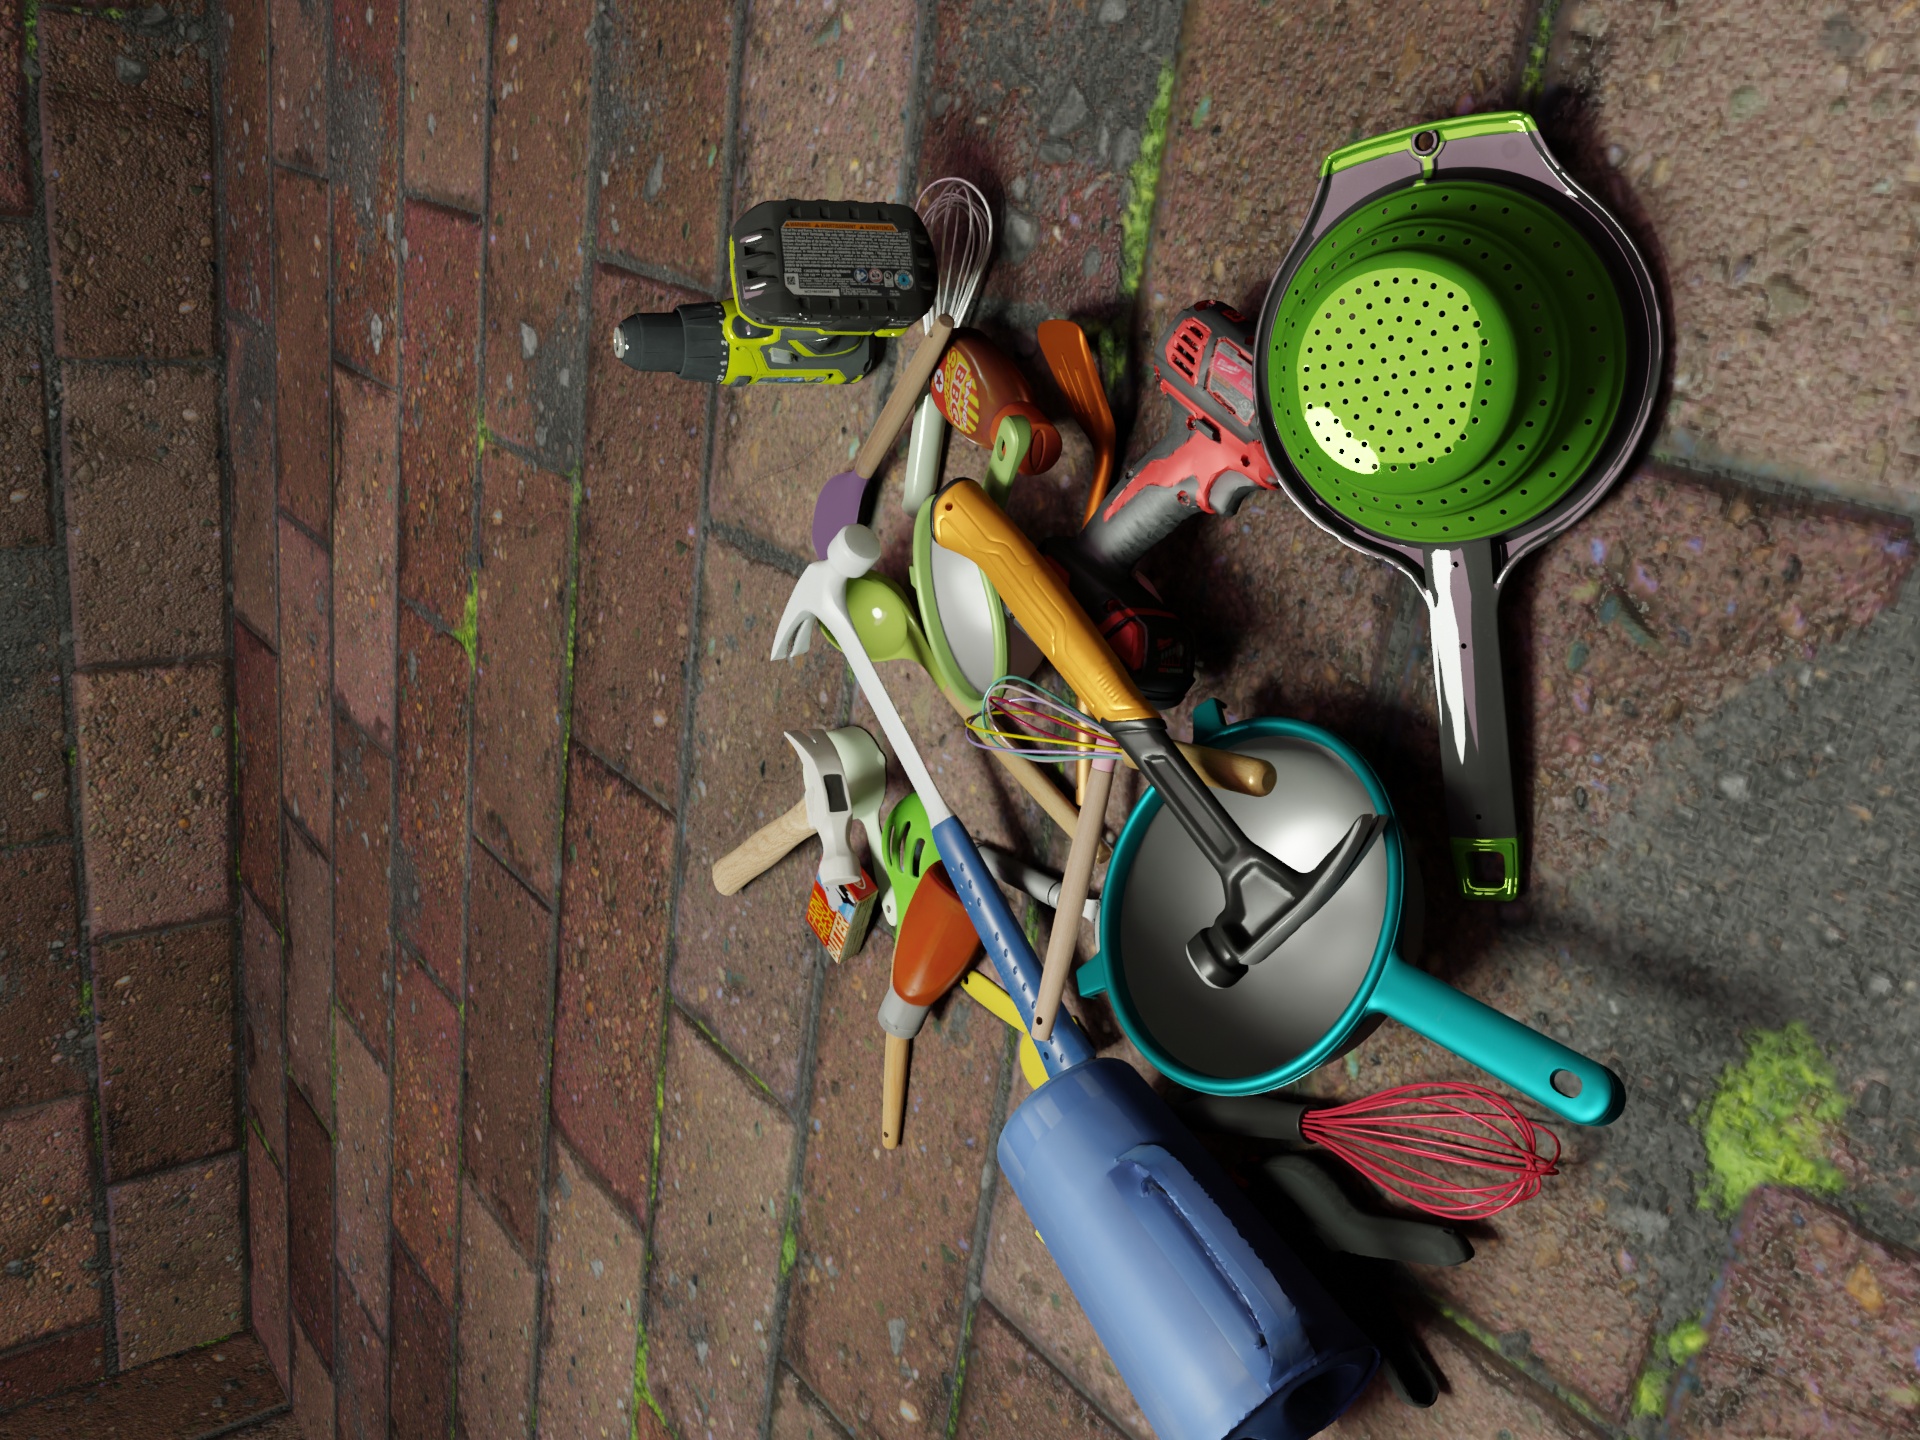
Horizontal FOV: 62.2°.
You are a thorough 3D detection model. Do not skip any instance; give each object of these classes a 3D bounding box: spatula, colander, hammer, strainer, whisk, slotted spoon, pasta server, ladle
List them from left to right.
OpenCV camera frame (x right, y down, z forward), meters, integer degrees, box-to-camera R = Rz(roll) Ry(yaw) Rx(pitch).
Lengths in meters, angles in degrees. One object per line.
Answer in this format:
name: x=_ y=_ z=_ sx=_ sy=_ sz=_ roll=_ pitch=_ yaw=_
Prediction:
hammer: x=-0.154 y=0.098 z=1.326 sx=0.331 sy=0.031 sz=0.130 roll=145 pitch=119 yaw=-62
spatula: x=-0.065 y=-0.202 z=1.183 sx=0.315 sy=0.018 sz=0.060 roll=-49 pitch=58 yaw=58
slotted spoon: x=-0.045 y=0.207 z=1.272 sx=0.070 sy=0.031 sz=0.313 roll=19 pitch=114 yaw=37
hammer: x=-0.019 y=0.066 z=1.135 sx=0.144 sy=0.035 sz=0.406 roll=-43 pitch=70 yaw=48
whisk: x=-0.018 y=-0.260 z=1.135 sx=0.059 sy=0.058 sz=0.246 roll=17 pitch=118 yaw=16
ladle: x=-0.002 y=-0.004 z=1.150 sx=0.320 sy=0.062 sz=0.078 roll=48 pitch=140 yaw=33
strainer: x=0.033 y=-0.113 z=1.043 sx=0.256 sy=0.069 sz=0.152 roll=109 pitch=143 yaw=-57
strainer: x=0.074 y=0.126 z=1.099 sx=0.259 sy=0.050 sz=0.087 roll=21 pitch=107 yaw=51
spatula: x=0.078 y=-0.098 z=1.049 sx=0.081 sy=0.041 sz=0.322 roll=-142 pitch=50 yaw=-69
pasta server: x=0.082 y=0.058 z=1.034 sx=0.060 sy=0.040 sz=0.316 roll=18 pitch=99 yaw=38
whisk: x=0.091 y=0.012 z=0.954 sx=0.245 sy=0.047 sz=0.051 roll=13 pitch=82 yaw=49
hammer: x=0.088 y=-0.021 z=0.886 sx=0.127 sy=0.034 sz=0.337 roll=-49 pitch=61 yaw=24
whisk: x=0.218 y=0.237 z=0.926 sx=0.296 sy=0.073 sz=0.073 roll=-10 pitch=89 yaw=57
strainer: x=0.219 y=0.129 z=0.847 sx=0.341 sy=0.095 sz=0.211 roll=28 pitch=96 yaw=52
colander: x=0.235 y=-0.090 z=0.781 sx=0.204 sy=0.094 sz=0.397 roll=-2 pitch=103 yaw=33

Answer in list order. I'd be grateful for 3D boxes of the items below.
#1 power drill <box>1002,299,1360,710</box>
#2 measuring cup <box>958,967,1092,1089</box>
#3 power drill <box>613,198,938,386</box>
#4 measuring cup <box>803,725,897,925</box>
power drill: x=0.134 y=-0.117 z=0.924 sx=0.143 sy=0.078 sz=0.219 roll=46 pitch=116 yaw=29
measuring cup: x=0.036 y=0.223 z=1.170 sx=0.157 sy=0.029 sz=0.062 roll=31 pitch=120 yaw=45
power drill: x=-0.130 y=-0.286 z=1.113 sx=0.228 sy=0.190 sz=0.080 roll=171 pitch=93 yaw=-67
measuring cup: x=-0.086 y=0.087 z=1.288 sx=0.083 sy=0.038 sz=0.168 roll=-27 pitch=75 yaw=50
